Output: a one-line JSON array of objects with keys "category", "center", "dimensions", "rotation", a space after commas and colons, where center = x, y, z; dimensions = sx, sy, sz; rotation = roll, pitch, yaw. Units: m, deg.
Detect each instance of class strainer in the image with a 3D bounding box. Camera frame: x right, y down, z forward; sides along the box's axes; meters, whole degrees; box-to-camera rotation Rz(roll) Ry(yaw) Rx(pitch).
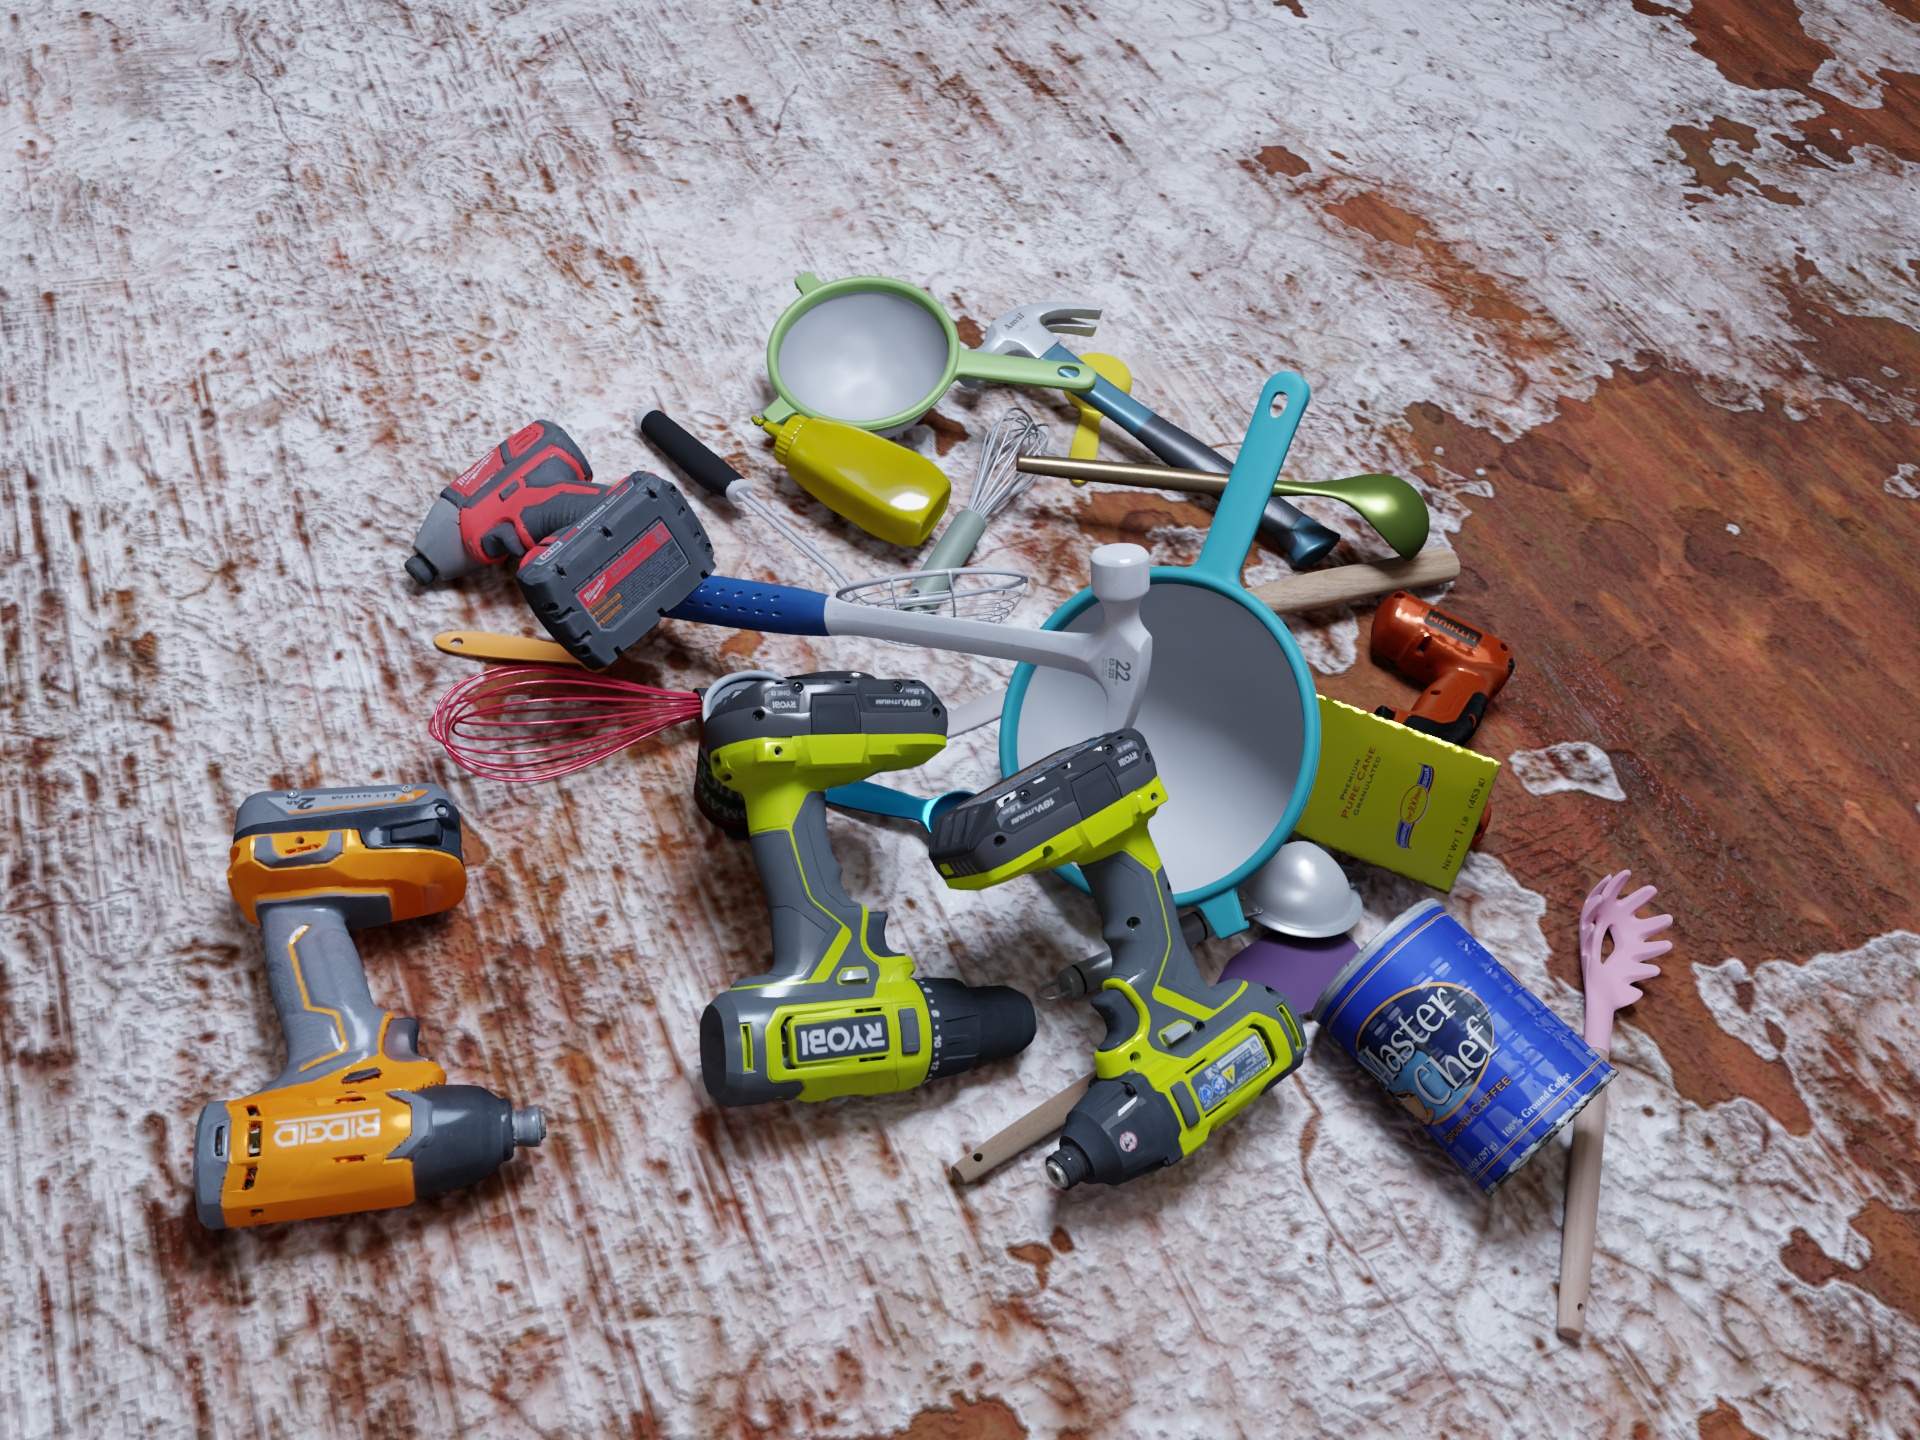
[{"category": "strainer", "center": [-0.023, -0.267, 1.253], "dimensions": [0.256, 0.069, 0.152], "rotation": [7, 64, 3]}, {"category": "strainer", "center": [0.159, -0.046, 1.000], "dimensions": [0.211, 0.340, 0.095], "rotation": [23, 5, 31]}, {"category": "strainer", "center": [0.159, 0.124, 0.995], "dimensions": [0.258, 0.050, 0.087], "rotation": [-20, 41, -23]}]

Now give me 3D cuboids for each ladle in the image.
[{"category": "ladle", "center": [0.200, -0.168, 1.212], "dimensions": [0.320, 0.062, 0.078], "rotation": [6, 29, -2]}]

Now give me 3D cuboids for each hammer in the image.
[{"category": "hammer", "center": [0.159, -0.229, 1.282], "dimensions": [0.331, 0.033, 0.128], "rotation": [38, 62, 11]}, {"category": "hammer", "center": [-0.072, -0.058, 1.003], "dimensions": [0.406, 0.144, 0.035], "rotation": [10, 27, 26]}, {"category": "hammer", "center": [0.245, -0.094, 1.190], "dimensions": [0.331, 0.031, 0.130], "rotation": [-13, 32, -29]}]

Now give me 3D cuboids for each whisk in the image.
[{"category": "whisk", "center": [-0.187, -0.007, 1.017], "dimensions": [0.295, 0.073, 0.073], "rotation": [-6, 51, -26]}, {"category": "whisk", "center": [0.011, -0.154, 1.201], "dimensions": [0.058, 0.059, 0.246], "rotation": [-3, 42, 35]}]

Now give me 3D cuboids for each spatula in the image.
[{"category": "spatula", "center": [0.124, 0.192, 0.940], "dimensions": [0.316, 0.018, 0.060], "rotation": [-24, 52, -30]}]

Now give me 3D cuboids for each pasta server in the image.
[{"category": "pasta server", "center": [0.388, 0.222, 0.963], "dimensions": [0.060, 0.040, 0.316], "rotation": [33, 49, -8]}]

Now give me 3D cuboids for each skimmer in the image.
[{"category": "skimmer", "center": [-0.107, -0.158, 1.121], "dimensions": [0.364, 0.090, 0.127], "rotation": [40, 24, 30]}]

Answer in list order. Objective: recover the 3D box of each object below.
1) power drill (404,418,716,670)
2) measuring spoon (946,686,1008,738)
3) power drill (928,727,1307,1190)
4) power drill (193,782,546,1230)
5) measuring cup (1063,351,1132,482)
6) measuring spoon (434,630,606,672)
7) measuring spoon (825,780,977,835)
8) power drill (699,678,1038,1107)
[{"category": "power drill", "center": [-0.271, -0.119, 1.036], "dimensions": [0.143, 0.078, 0.220], "rotation": [-44, 42, -18]}, {"category": "measuring spoon", "center": [-0.002, -0.003, 1.080], "dimensions": [0.124, 0.018, 0.034], "rotation": [-24, 59, -31]}, {"category": "power drill", "center": [0.081, 0.132, 0.878], "dimensions": [0.171, 0.080, 0.223], "rotation": [-27, 93, -29]}, {"category": "power drill", "center": [-0.308, 0.147, 0.841], "dimensions": [0.164, 0.084, 0.227], "rotation": [-2, 55, -16]}, {"category": "measuring cup", "center": [0.109, -0.253, 1.314], "dimensions": [0.062, 0.029, 0.157], "rotation": [14, 47, -1]}, {"category": "measuring spoon", "center": [-0.291, -0.045, 1.057], "dimensions": [0.117, 0.011, 0.021], "rotation": [7, 49, -2]}, {"category": "measuring spoon", "center": [-0.042, 0.058, 1.024], "dimensions": [0.128, 0.021, 0.042], "rotation": [13, 62, 10]}, {"category": "power drill", "center": [-0.054, 0.096, 0.898], "dimensions": [0.190, 0.080, 0.229], "rotation": [-1, 78, -25]}]
